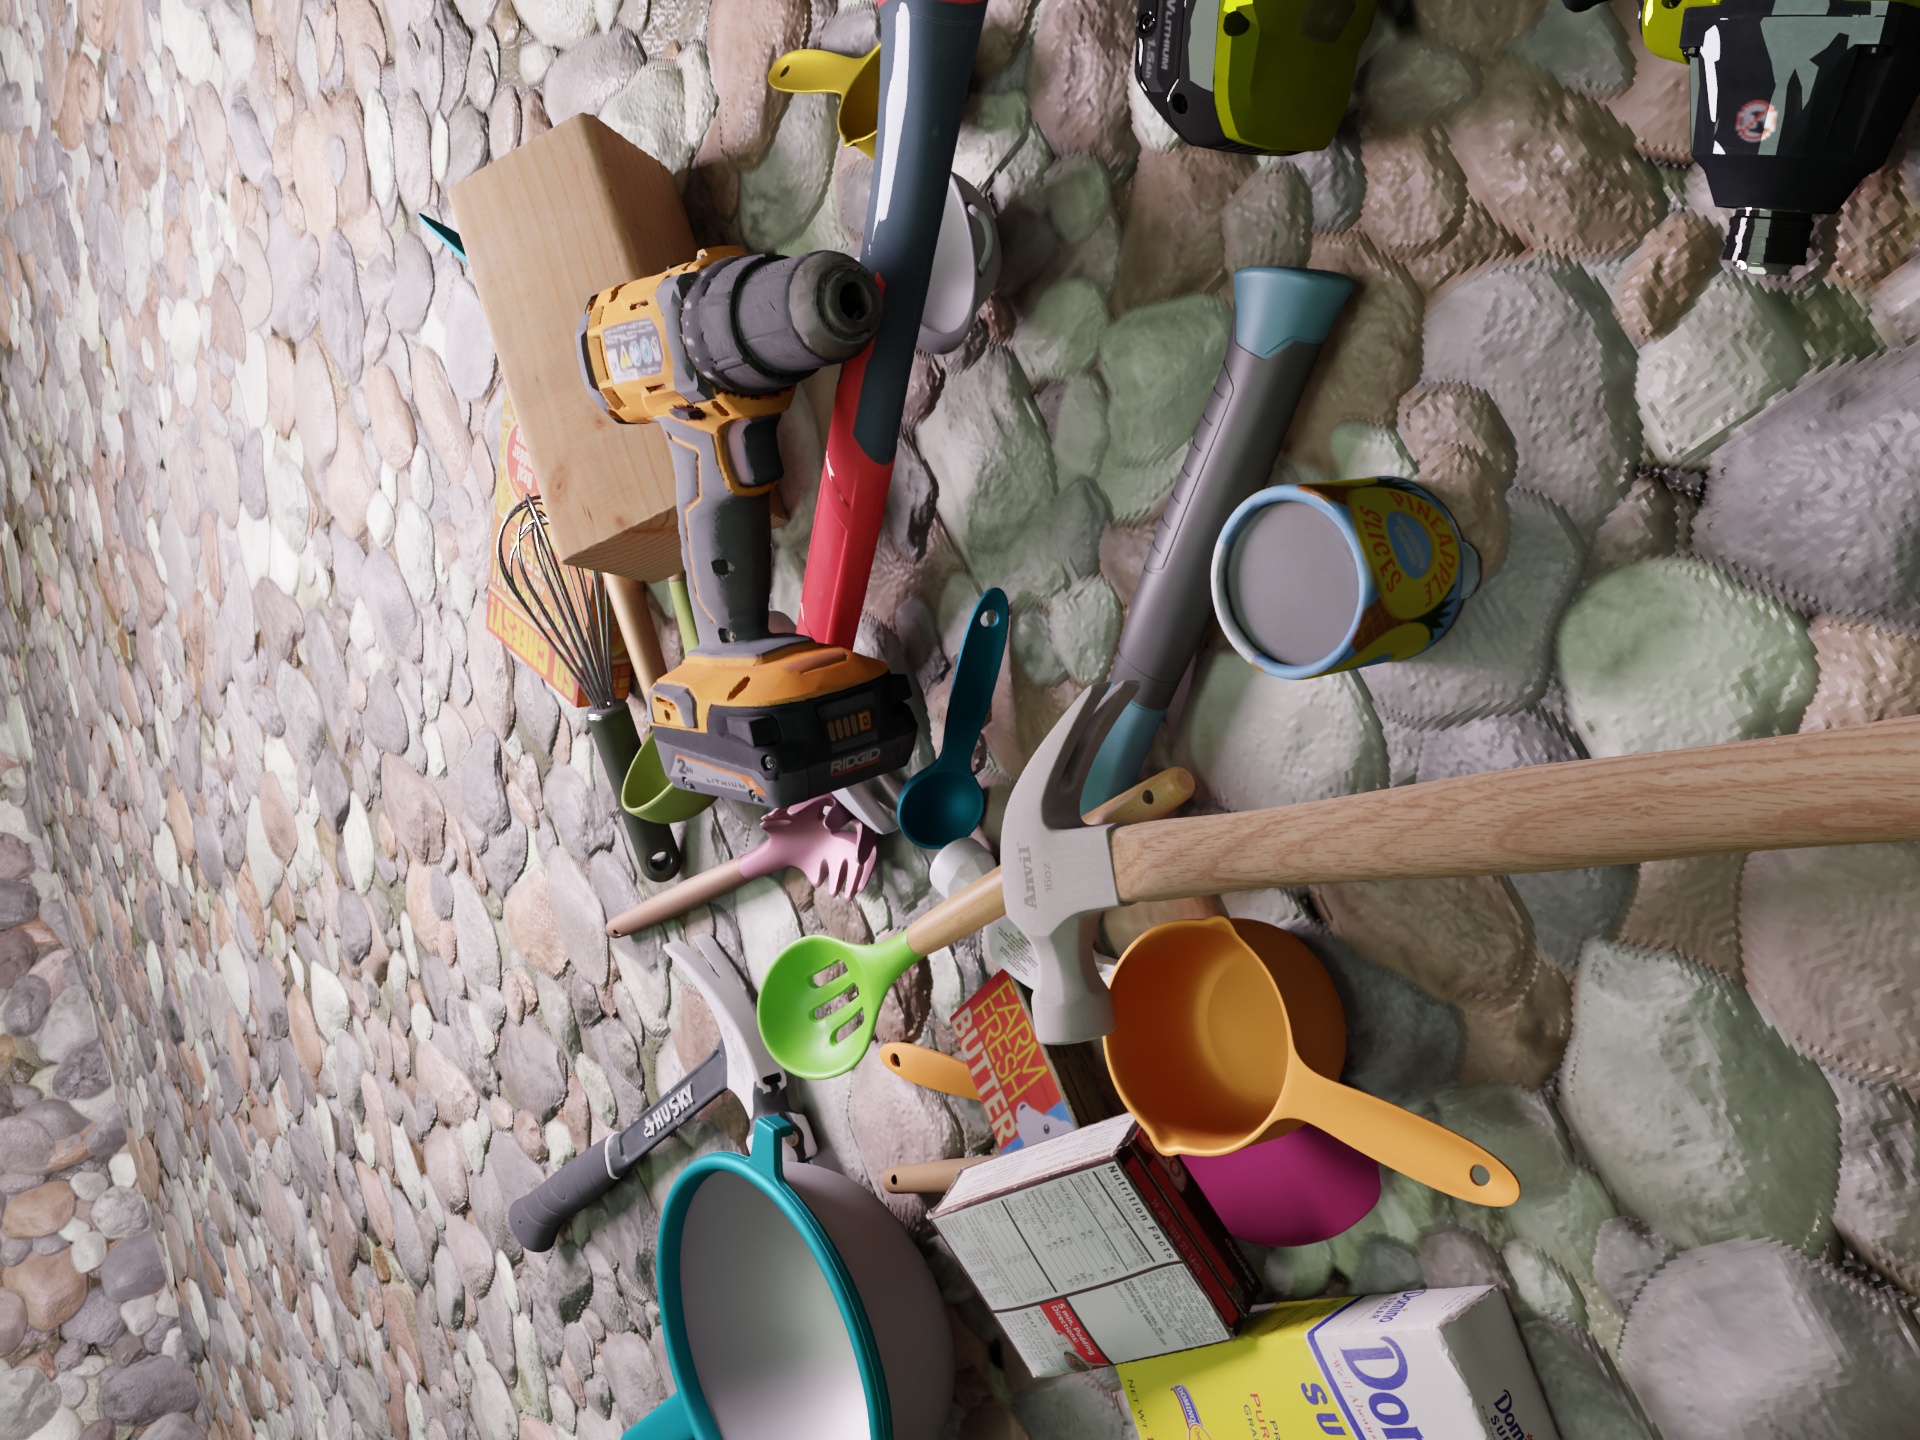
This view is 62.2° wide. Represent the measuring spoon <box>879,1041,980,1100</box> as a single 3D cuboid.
[{"bbox_3d":[-0.005,0.178,0.788,0.117,0.011,0.021,4,102,48],"label":"measuring spoon"}]

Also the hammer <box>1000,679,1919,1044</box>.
[{"bbox_3d":[0.149,0.033,0.514,0.331,0.031,0.130,-11,87,38],"label":"hammer"}]

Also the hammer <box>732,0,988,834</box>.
[{"bbox_3d":[-0.031,-0.119,0.675,0.143,0.038,0.386,48,143,29],"label":"hammer"}]

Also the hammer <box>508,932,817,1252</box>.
[{"bbox_3d":[-0.221,0.275,1.042,0.409,0.036,0.149,-43,66,45],"label":"hammer"}]

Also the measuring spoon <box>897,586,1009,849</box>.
[{"bbox_3d":[-0.001,-0.002,0.731,0.021,0.042,0.128,-133,53,-61],"label":"measuring spoon"}]

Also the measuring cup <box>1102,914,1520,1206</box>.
[{"bbox_3d":[0.133,0.130,0.582,0.174,0.052,0.095,20,102,42],"label":"measuring cup"}]

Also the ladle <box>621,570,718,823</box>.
[{"bbox_3d":[-0.167,-0.103,0.877,0.078,0.062,0.320,1,97,56],"label":"ladle"}]

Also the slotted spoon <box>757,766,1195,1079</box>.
[{"bbox_3d":[-0.003,0.091,0.704,0.313,0.031,0.070,-38,69,45],"label":"slotted spoon"}]

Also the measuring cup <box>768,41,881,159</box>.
[{"bbox_3d":[-0.047,-0.284,0.719,0.062,0.029,0.157,-58,37,5],"label":"measuring cup"}]

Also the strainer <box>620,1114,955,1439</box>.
[{"bbox_3d":[-0.097,0.354,0.875,0.340,0.095,0.211,-51,58,45],"label":"strainer"}]

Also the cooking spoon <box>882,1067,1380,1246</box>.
[{"bbox_3d":[0.060,0.200,0.714,0.319,0.017,0.069,-23,72,49],"label":"cooking spoon"}]

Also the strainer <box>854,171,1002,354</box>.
[{"bbox_3d":[-0.049,-0.205,0.725,0.258,0.050,0.087,7,113,52],"label":"strainer"}]

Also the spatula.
[{"bbox_3d":[-0.212,-0.136,0.864,0.044,0.082,0.318,-22,79,16],"label":"spatula"}]

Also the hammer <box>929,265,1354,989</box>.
[{"bbox_3d":[0.074,-0.024,0.633,0.128,0.033,0.330,42,128,36],"label":"hammer"}]

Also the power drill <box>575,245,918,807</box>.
[{"bbox_3d":[-0.081,-0.082,0.666,0.185,0.084,0.226,5,109,52],"label":"power drill"}]

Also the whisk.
[{"bbox_3d":[-0.207,-0.014,0.917,0.059,0.058,0.246,-142,35,-63],"label":"whisk"}]

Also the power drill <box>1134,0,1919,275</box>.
[{"bbox_3d":[0.162,-0.223,0.455,0.223,0.080,0.171,21,114,41],"label":"power drill"}]

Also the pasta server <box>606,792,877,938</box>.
[{"bbox_3d":[-0.136,0.093,0.900,0.060,0.040,0.316,50,142,-11],"label":"pasta server"}]
